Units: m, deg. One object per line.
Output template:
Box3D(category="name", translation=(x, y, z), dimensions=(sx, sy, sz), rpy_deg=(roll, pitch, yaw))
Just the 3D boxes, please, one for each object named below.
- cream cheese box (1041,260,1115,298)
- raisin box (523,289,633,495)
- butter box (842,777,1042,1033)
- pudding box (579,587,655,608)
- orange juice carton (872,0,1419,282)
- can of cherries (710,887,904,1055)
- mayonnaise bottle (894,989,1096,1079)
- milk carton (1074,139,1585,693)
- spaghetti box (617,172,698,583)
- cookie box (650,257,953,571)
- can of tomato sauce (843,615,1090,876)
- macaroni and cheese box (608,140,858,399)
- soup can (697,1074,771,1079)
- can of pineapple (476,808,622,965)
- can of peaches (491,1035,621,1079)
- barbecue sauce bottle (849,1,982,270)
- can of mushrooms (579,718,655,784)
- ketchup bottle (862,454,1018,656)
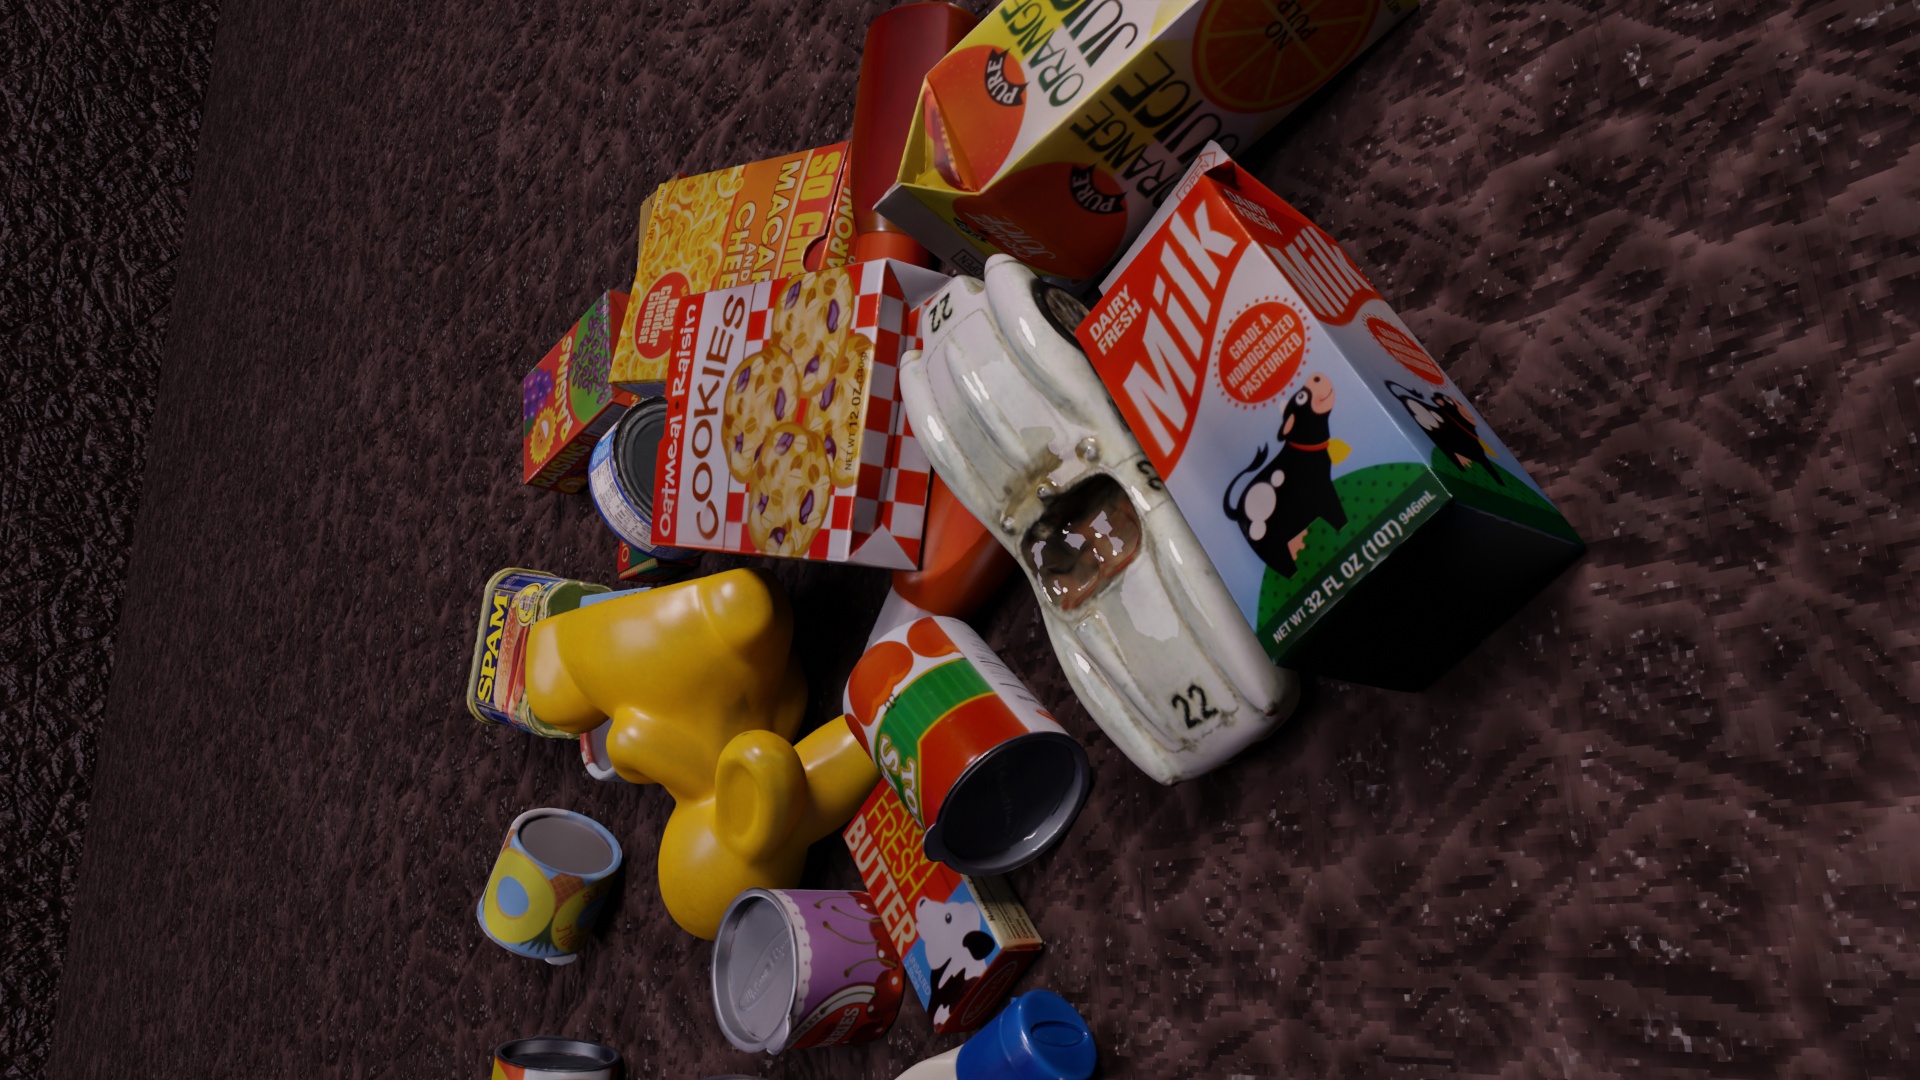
Box3D(category="cream cheese box", translation=(0.045, -0.158, 0.588), dimensions=(0.053, 0.024, 0.104), rpy_deg=(-43, 50, 33))
Box3D(category="raisin box", translation=(-0.241, -0.095, 0.907), dimensions=(0.123, 0.040, 0.086), rpy_deg=(-32, 57, 40))
Box3D(category="butter box", translation=(-0.010, 0.142, 0.568), dimensions=(0.053, 0.024, 0.104), rpy_deg=(-57, 43, 23))
Box3D(category="pudding box", translation=(-0.175, 0.047, 0.776), dimensions=(0.083, 0.050, 0.030), rpy_deg=(-9, 72, 49))
Box3D(category="orange juice carton", translation=(0.057, -0.167, 0.508), dimensions=(0.192, 0.072, 0.073), rpy_deg=(-38, 52, 23))
Box3D(category="can of cherries", translation=(-0.065, 0.186, 0.597), dimensions=(0.071, 0.058, 0.071), rpy_deg=(-18, 66, 46))
Box3D(category="mayonnaise bottle", translation=(-0.009, 0.222, 0.518), dimensions=(0.147, 0.065, 0.041), rpy_deg=(-48, 46, 26))
Box3D(category="milk carton", translation=(0.102, -0.050, 0.448), dimensions=(0.072, 0.073, 0.191), rpy_deg=(-51, 45, 29))
Box3D(category="spaghetti box", translation=(-0.177, -0.098, 0.837), dimensions=(0.050, 0.029, 0.250), rpy_deg=(-19, 65, 47))
Box3D(category="cookie box", translation=(-0.077, -0.053, 0.617), dimensions=(0.167, 0.040, 0.123), rpy_deg=(4, 86, 50))
Box3D(category="can of tomato sauce", translation=(-0.001, 0.079, 0.541), dimensions=(0.083, 0.071, 0.071), rpy_deg=(45, 115, 47))
Box3D(category="macaroni and cheese box", translation=(-0.114, -0.138, 0.742), dimensions=(0.166, 0.040, 0.124), rpy_deg=(3, 77, 44))
Box3D(category="soup can", translation=(-0.100, 0.287, 0.600), dimensions=(0.071, 0.071, 0.083), rpy_deg=(17, 94, 51))
Box3D(category="can of pineapple", translation=(-0.232, 0.196, 0.793), dimensions=(0.071, 0.071, 0.057), rpy_deg=(43, 113, 47))
Box3D(category="can of peaches", translation=(-0.220, 0.304, 0.747), dimensions=(0.071, 0.071, 0.058), rpy_deg=(-3, 78, 50))
Box3D(category="barbecue sauce bottle", translation=(-0.026, -0.177, 0.664), dimensions=(0.065, 0.044, 0.148), rpy_deg=(3, 82, 43))
Box3D(category="can of mushrooms", translation=(-0.187, 0.102, 0.789), dimensions=(0.071, 0.033, 0.071), rpy_deg=(-17, 67, 48))
Box3D(category="ketchup bottle", translation=(0.002, -0.007, 0.581), dimensions=(0.065, 0.043, 0.148), rpy_deg=(36, 108, 39))
